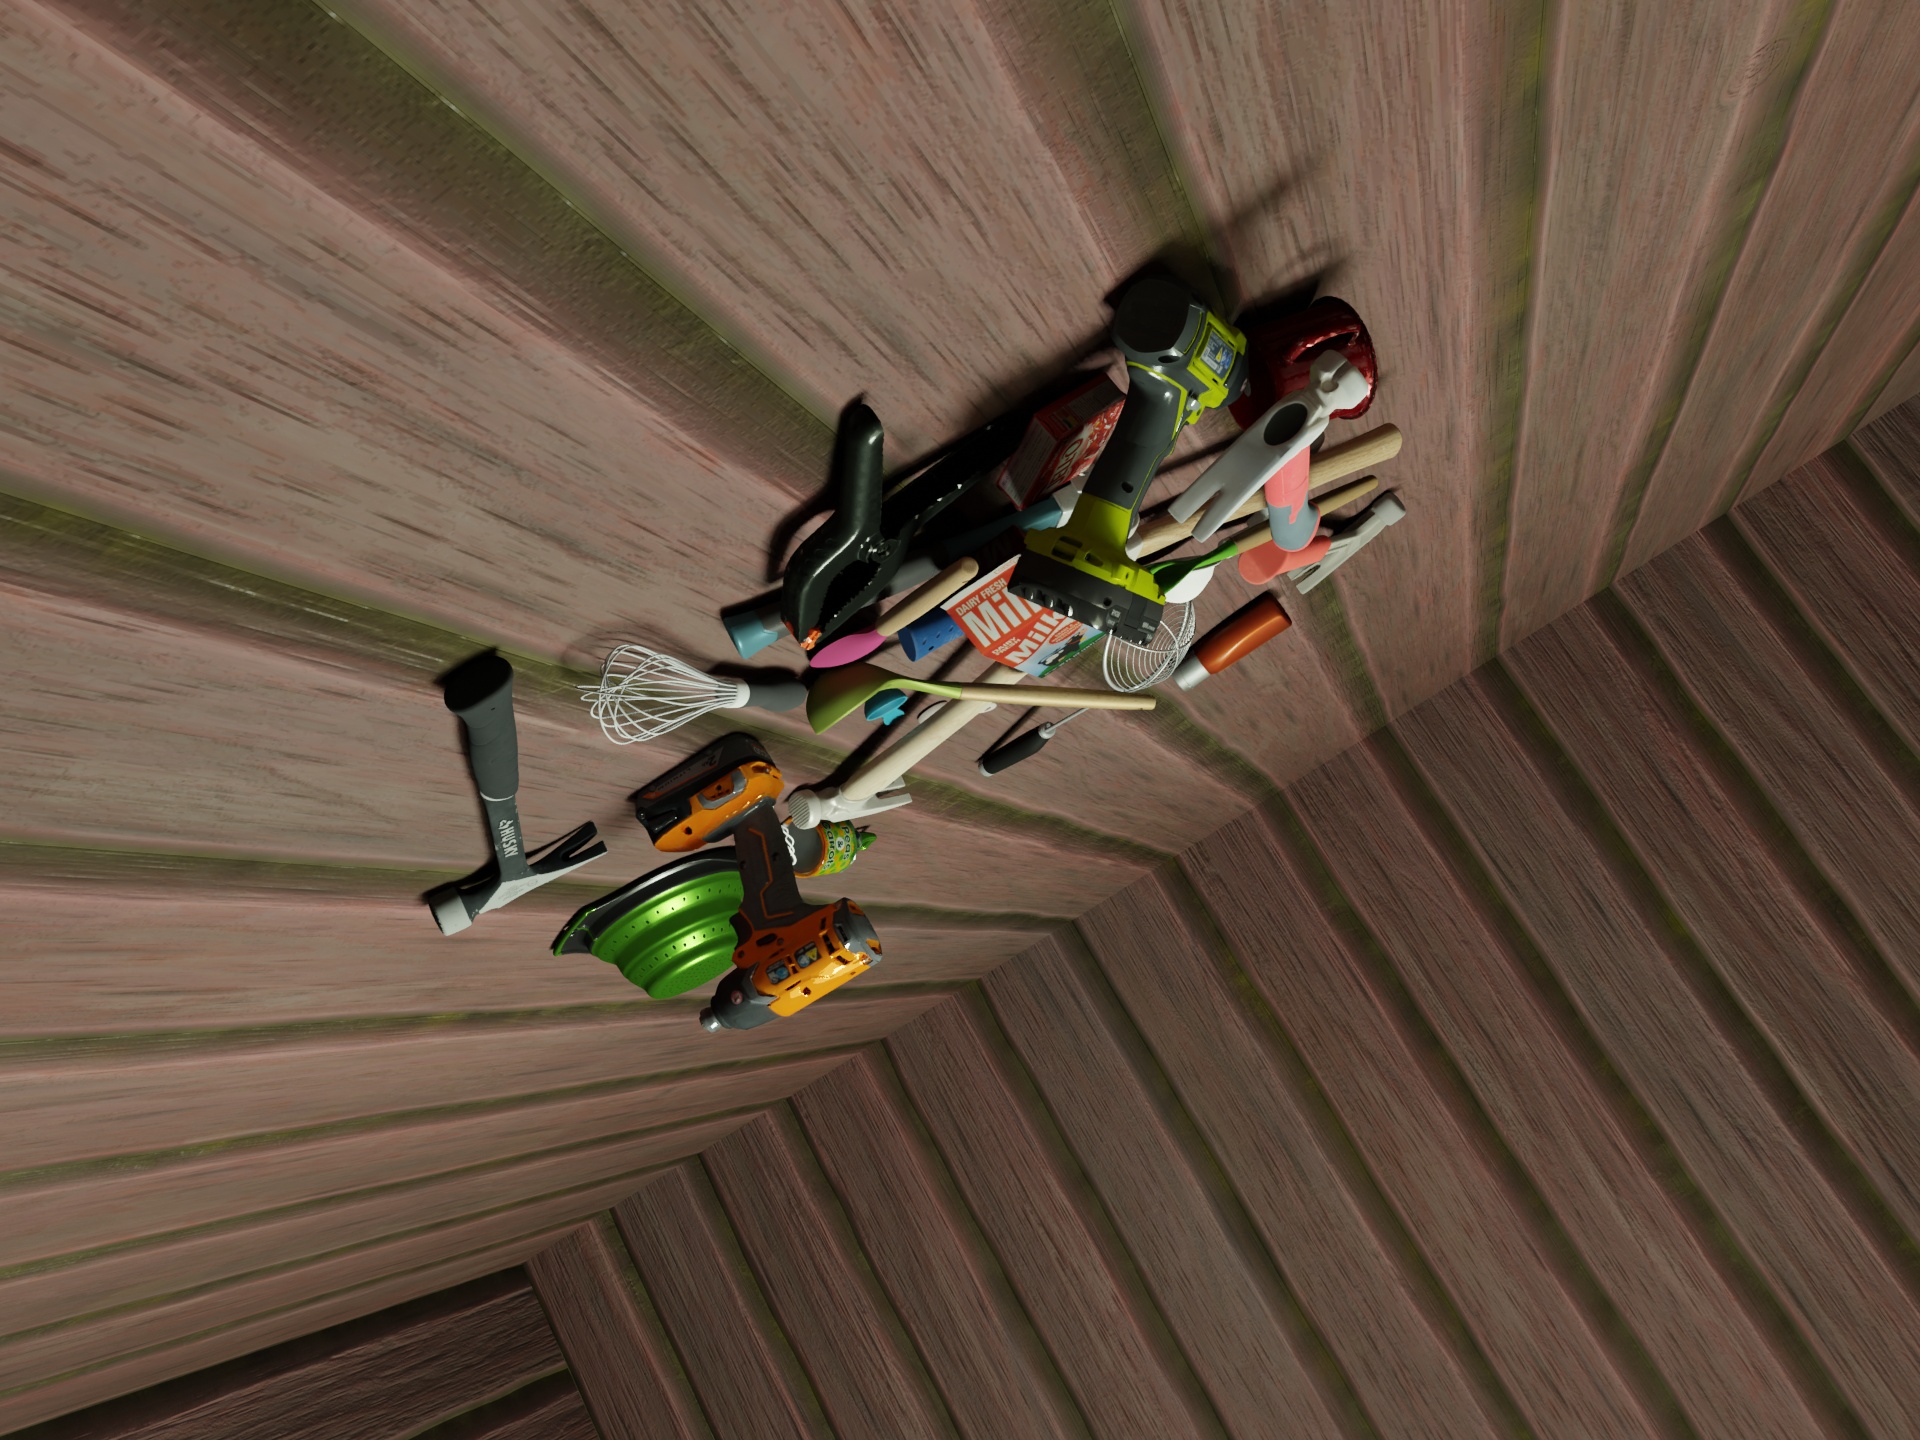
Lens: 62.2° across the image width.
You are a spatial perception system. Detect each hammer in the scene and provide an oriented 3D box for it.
[{"bbox_3d":[-0.334,0.056,1.173,0.149,0.036,0.408,-25,163,-22],"label":"hammer"},{"bbox_3d":[0.348,-0.167,1.618,0.149,0.037,0.359,-40,170,29],"label":"hammer"},{"bbox_3d":[-0.002,-0.005,1.491,0.146,0.038,0.410,-10,160,-43],"label":"hammer"},{"bbox_3d":[0.238,-0.184,1.338,0.331,0.031,0.130,-23,160,-22],"label":"hammer"},{"bbox_3d":[-0.026,-0.118,1.196,0.331,0.033,0.128,-24,164,-22],"label":"hammer"},{"bbox_3d":[0.129,-0.145,1.382,0.405,0.035,0.144,-25,163,-17],"label":"hammer"},{"bbox_3d":[0.230,-0.160,1.174,0.143,0.038,0.386,-44,169,6],"label":"hammer"}]

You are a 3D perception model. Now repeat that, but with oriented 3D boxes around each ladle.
[{"bbox_3d":[0.023,-0.012,1.366,0.320,0.062,0.078,3,170,-21],"label":"ladle"}]

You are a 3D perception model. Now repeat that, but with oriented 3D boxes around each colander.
[{"bbox_3d":[-0.230,0.207,1.698,0.397,0.094,0.204,-16,158,-41],"label":"colander"}]

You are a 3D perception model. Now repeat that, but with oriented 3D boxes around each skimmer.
[{"bbox_3d":[0.117,-0.038,1.699,0.127,0.090,0.363,-20,171,-41],"label":"skimmer"}]

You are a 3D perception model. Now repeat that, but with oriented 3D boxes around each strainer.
[{"bbox_3d":[0.252,-0.161,1.524,0.258,0.050,0.087,-28,-159,-34],"label":"strainer"}]

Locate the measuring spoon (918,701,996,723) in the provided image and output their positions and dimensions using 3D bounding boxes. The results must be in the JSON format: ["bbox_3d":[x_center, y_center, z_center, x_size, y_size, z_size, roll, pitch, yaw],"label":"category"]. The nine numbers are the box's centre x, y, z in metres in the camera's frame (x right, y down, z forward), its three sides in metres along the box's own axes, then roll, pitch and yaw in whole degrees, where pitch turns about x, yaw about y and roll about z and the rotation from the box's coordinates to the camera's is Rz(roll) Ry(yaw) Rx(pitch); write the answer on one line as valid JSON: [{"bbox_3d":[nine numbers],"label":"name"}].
[{"bbox_3d":[0.003,-0.006,1.608,0.034,0.018,0.124,-41,161,31],"label":"measuring spoon"}]

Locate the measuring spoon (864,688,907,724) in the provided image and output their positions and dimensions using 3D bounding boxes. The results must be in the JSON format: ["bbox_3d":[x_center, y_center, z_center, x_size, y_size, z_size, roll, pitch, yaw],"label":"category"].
[{"bbox_3d":[-0.069,-0.014,1.476,0.042,0.021,0.128,-30,173,-1],"label":"measuring spoon"}]

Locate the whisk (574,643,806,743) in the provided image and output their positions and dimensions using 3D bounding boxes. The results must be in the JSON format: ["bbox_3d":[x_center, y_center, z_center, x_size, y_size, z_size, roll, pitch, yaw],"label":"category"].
[{"bbox_3d":[-0.187,-0.021,1.177,0.070,0.070,0.284,-36,168,18],"label":"whisk"}]

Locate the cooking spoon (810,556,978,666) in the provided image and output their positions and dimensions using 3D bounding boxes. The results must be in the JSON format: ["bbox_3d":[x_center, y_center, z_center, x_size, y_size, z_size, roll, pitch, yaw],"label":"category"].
[{"bbox_3d":[-0.048,-0.074,1.170,0.068,0.017,0.319,-21,178,-22],"label":"cooking spoon"}]

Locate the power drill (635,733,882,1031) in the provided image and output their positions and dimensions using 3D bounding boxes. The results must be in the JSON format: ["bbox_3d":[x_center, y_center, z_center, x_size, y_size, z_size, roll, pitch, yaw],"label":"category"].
[{"bbox_3d":[-0.186,0.145,1.349,0.164,0.227,0.084,-32,164,6],"label":"power drill"}]

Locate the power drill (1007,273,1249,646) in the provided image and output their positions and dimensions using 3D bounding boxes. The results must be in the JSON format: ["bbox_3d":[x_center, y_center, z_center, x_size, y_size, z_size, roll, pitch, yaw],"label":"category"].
[{"bbox_3d":[0.126,-0.170,1.078,0.171,0.080,0.223,10,104,-64],"label":"power drill"}]

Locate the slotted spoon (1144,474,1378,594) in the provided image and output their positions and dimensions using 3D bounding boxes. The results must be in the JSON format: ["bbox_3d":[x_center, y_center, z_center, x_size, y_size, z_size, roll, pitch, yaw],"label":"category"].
[{"bbox_3d":[0.263,-0.166,1.437,0.314,0.031,0.070,-26,-169,-25],"label":"slotted spoon"}]

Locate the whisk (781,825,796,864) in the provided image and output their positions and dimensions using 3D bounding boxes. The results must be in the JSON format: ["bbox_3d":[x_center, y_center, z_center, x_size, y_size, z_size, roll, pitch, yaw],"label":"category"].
[{"bbox_3d":[-0.191,0.097,1.532,0.246,0.058,0.059,95,18,-66],"label":"whisk"}]
